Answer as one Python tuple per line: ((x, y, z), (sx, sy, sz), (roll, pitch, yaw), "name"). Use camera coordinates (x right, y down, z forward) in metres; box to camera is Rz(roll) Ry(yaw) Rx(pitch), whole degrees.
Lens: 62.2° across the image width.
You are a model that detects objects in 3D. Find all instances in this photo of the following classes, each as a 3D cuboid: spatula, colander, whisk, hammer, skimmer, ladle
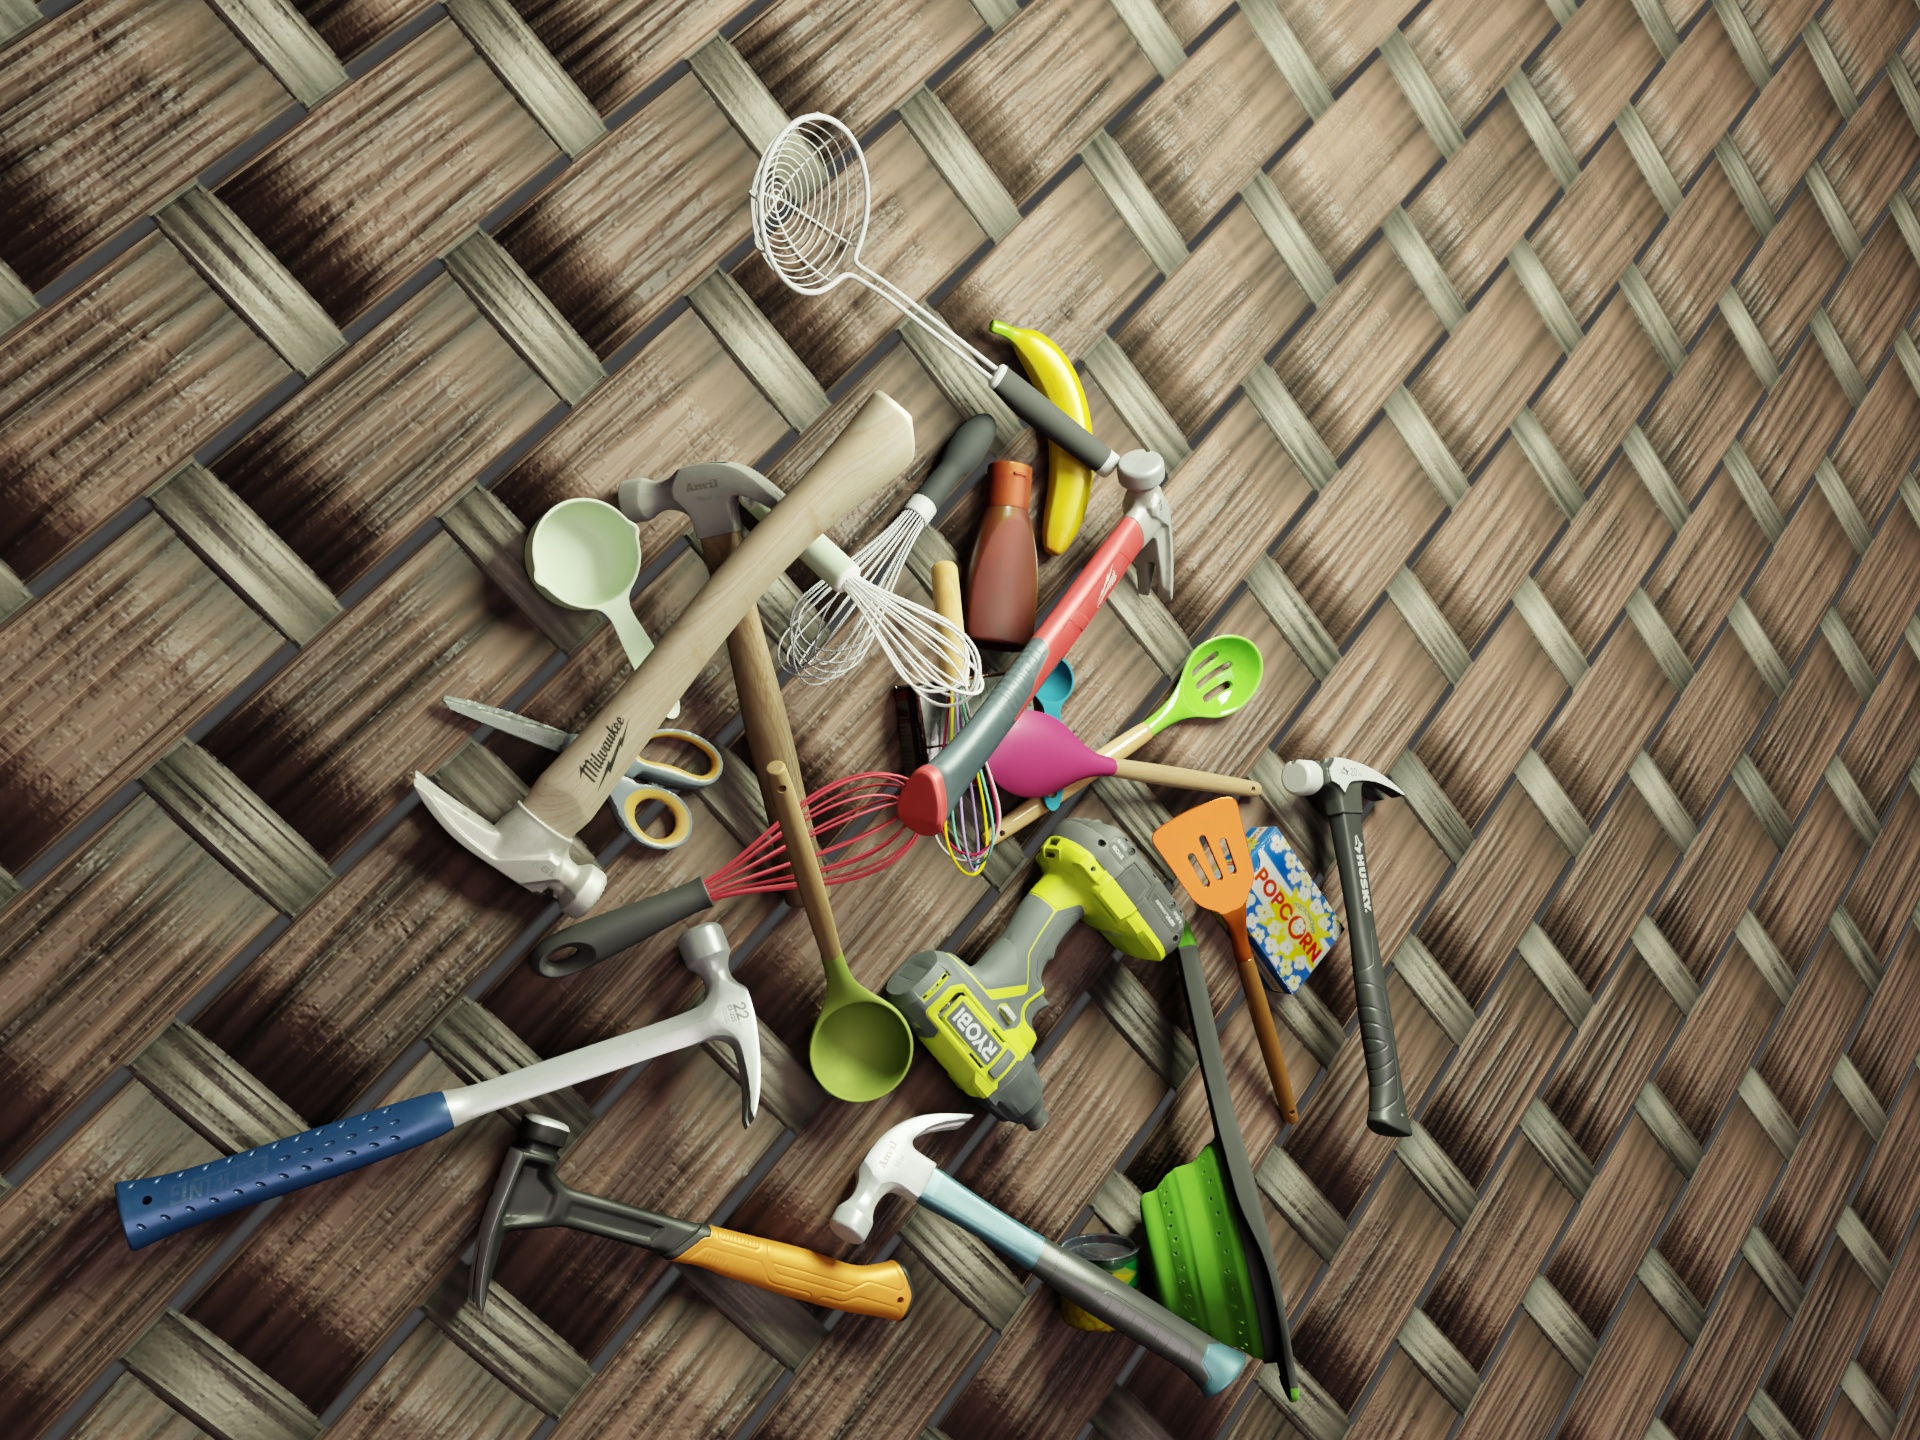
((0.245, 0.218, 1.368), (0.081, 0.041, 0.322), (-25, 115, -11), "spatula")
((0.186, 0.356, 1.315), (0.094, 0.204, 0.397), (-12, 76, 3), "colander")
((-0.159, 0.110, 1.109), (0.296, 0.073, 0.073), (-23, 100, -9), "whisk")
((-0.320, 0.255, 1.033), (0.405, 0.035, 0.144), (-15, 68, -27), "hammer")
((-0.075, -0.097, 1.143), (0.246, 0.057, 0.059), (43, 29, 18), "whisk")
((-0.184, -0.063, 1.067), (0.146, 0.038, 0.410), (40, 90, -23), "hammer")
((-0.007, -0.308, 1.214), (0.363, 0.090, 0.127), (35, 69, -17), "skimmer")
((-0.003, -0.004, 1.202), (0.047, 0.051, 0.245), (1, 75, -25), "whisk")
((0.362, 0.200, 1.414), (0.146, 0.035, 0.335), (4, 75, -43), "hammer")
((-0.050, -0.139, 1.224), (0.070, 0.070, 0.285), (45, 62, -21), "whisk")
((-0.091, 0.152, 1.100), (0.078, 0.062, 0.319), (-19, 133, -9), "ladle")
((-0.144, -0.023, 1.147), (0.130, 0.031, 0.331), (-9, 103, 14), "hammer")
((-0.177, 0.385, 1.134), (0.336, 0.034, 0.127), (25, 75, -27), "hammer")
((0.069, 0.413, 1.206), (0.331, 0.033, 0.128), (32, 53, -2), "hammer")
((0.068, -0.043, 1.212), (0.386, 0.038, 0.143), (-53, 145, -36), "hammer")

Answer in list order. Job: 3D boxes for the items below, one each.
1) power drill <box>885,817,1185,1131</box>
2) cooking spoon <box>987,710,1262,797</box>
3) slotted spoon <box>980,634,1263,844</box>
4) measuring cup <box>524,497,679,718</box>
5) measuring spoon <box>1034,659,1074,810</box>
((0.068, 0.201, 1.266), (0.223, 0.080, 0.171), (-45, 109, -20), "power drill")
((0.144, 0.041, 1.320), (0.318, 0.017, 0.069), (10, 89, -39), "cooking spoon")
((0.137, 0.019, 1.341), (0.314, 0.031, 0.070), (-33, 107, -25), "slotted spoon")
((-0.245, -0.075, 1.113), (0.083, 0.038, 0.167), (-34, 107, -27), "measuring cup")
((0.071, 0.010, 1.300), (0.042, 0.021, 0.129), (2, 84, -24), "measuring spoon")
